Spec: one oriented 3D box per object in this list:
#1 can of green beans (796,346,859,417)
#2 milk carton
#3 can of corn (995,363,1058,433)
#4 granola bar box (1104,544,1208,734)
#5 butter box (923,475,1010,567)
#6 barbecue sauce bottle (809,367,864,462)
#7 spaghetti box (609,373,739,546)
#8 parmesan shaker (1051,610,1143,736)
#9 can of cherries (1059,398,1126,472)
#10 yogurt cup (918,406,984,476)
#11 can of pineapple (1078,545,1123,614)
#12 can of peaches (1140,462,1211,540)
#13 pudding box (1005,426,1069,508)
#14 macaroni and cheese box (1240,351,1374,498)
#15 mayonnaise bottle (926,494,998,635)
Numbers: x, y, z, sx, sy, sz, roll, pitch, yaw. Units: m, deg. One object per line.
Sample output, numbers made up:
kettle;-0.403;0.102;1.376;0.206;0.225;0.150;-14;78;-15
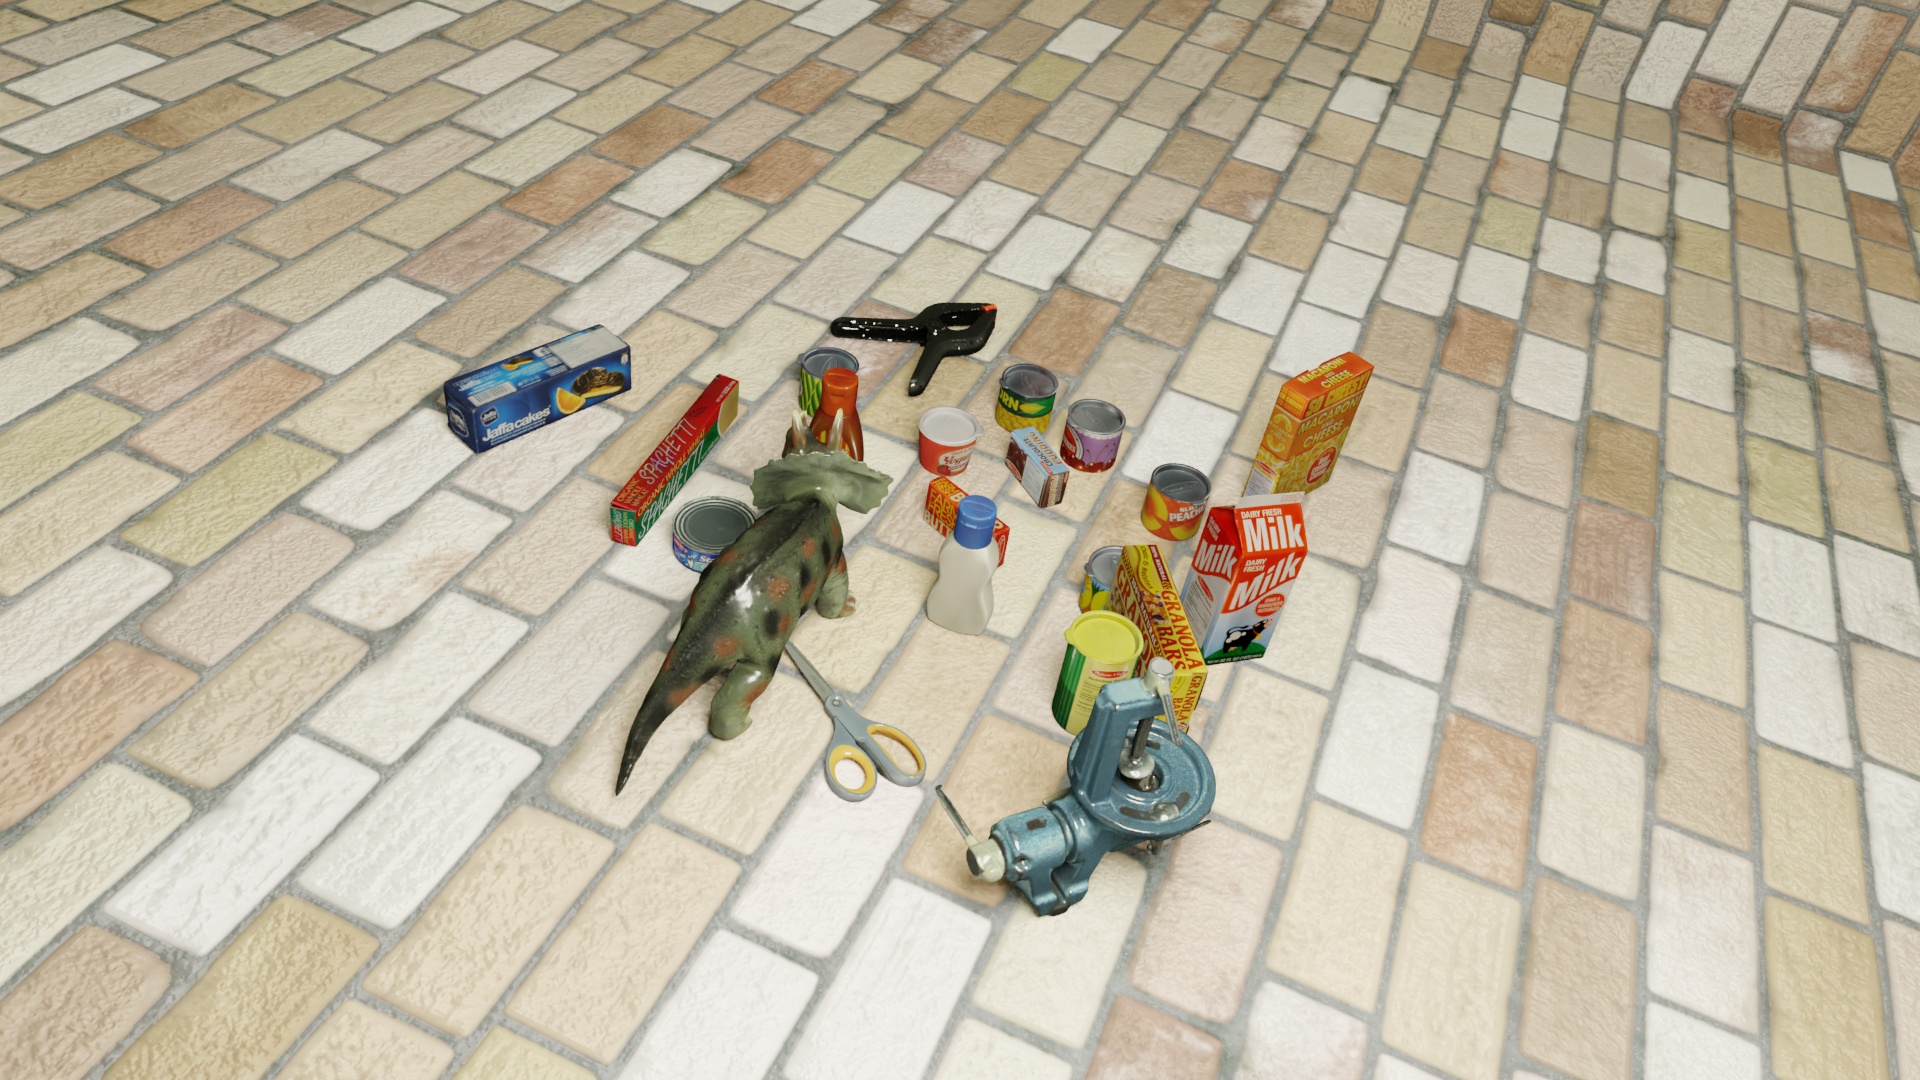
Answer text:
can of green beans;-0.151;-0.178;1.581;0.071;0.057;0.071;6;41;-5
milk carton;0.272;0.028;1.335;0.072;0.189;0.074;-6;44;-18
can of corn;0.074;-0.162;1.609;0.071;0.058;0.071;6;41;-5
granola bar box;0.175;0.103;1.280;0.039;0.123;0.166;0;42;-12
butter box;0.005;-0.018;1.435;0.024;0.052;0.104;-27;53;-35
barbecue sauce bottle;-0.130;-0.109;1.438;0.065;0.147;0.044;12;41;2
spaghetti box;-0.295;-0.088;1.454;0.029;0.049;0.251;17;41;8
parmesan shaker;0.120;0.122;1.263;0.071;0.102;0.072;6;41;-5
can of cherries;0.147;-0.118;1.574;0.071;0.058;0.072;6;41;-5
yogurt cup;-0.015;-0.108;1.532;0.072;0.053;0.073;6;41;-5
can of pineapple;0.153;0.047;1.389;0.071;0.057;0.071;6;41;-5
can of peaches;0.234;-0.040;1.504;0.071;0.057;0.071;6;41;-5
pudding box;0.084;-0.081;1.526;0.030;0.049;0.084;-14;47;-25
macaroni and cheese box;0.383;-0.118;1.541;0.124;0.165;0.040;-26;53;-34
mayonnaise bottle;0.007;0.023;1.317;0.065;0.147;0.041;18;41;8
